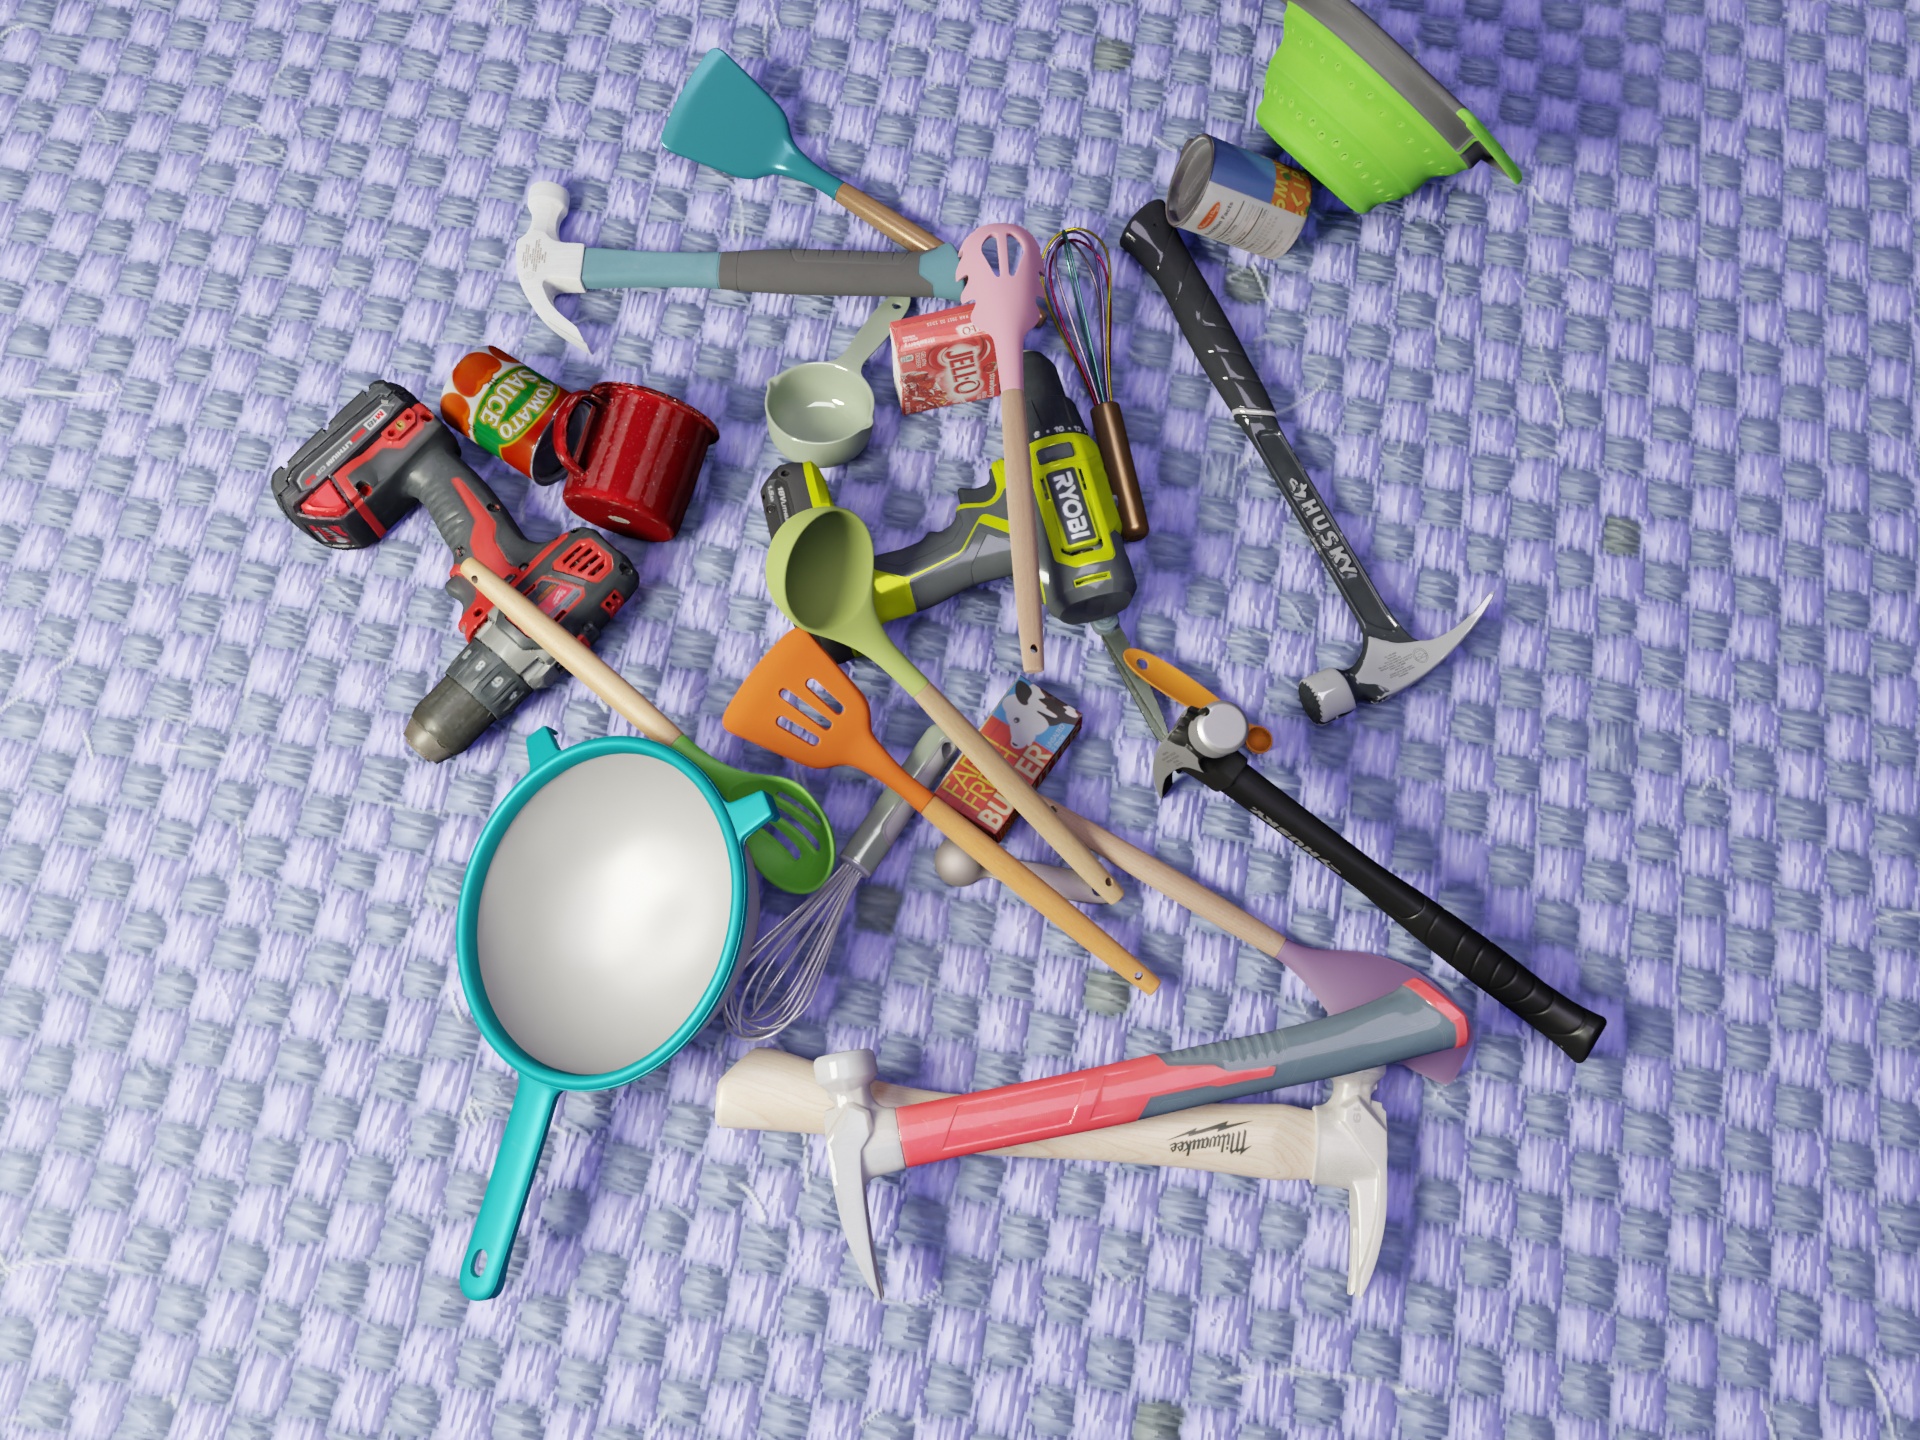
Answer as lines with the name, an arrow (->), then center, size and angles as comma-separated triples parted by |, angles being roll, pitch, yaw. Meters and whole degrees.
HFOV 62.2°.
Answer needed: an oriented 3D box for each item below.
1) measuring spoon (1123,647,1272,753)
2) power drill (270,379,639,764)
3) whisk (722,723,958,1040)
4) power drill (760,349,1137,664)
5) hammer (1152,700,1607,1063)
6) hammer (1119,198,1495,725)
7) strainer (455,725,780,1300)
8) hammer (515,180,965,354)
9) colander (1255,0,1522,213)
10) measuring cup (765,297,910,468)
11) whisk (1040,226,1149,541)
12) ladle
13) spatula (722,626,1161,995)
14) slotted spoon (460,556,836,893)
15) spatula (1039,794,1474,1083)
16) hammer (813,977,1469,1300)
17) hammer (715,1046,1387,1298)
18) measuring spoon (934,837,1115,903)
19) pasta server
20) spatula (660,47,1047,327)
measuring spoon -> 0.158, -0.013, 1.068 | 0.117, 0.011, 0.021 | 34, 66, 4
power drill -> -0.355, -0.098, 1.071 | 0.227, 0.080, 0.188 | 40, 77, 8
whisk -> -0.072, 0.100, 1.022 | 0.059, 0.057, 0.246 | 20, 66, 38
power drill -> -0.011, -0.141, 1.070 | 0.228, 0.080, 0.191 | -15, 74, 0
hammer -> 0.262, 0.106, 0.994 | 0.335, 0.146, 0.035 | 37, 76, -1
hammer -> 0.222, -0.201, 1.120 | 0.149, 0.036, 0.409 | -23, 74, -8
strainer -> -0.217, 0.182, 0.972 | 0.211, 0.095, 0.340 | 14, 84, 28
hammer -> -0.160, -0.327, 1.153 | 0.331, 0.033, 0.128 | 2, 73, 5
colander -> 0.241, -0.492, 1.180 | 0.094, 0.204, 0.397 | -47, 57, 22
measuring cup -> -0.078, -0.245, 1.140 | 0.083, 0.038, 0.168 | 25, 58, 11
whisk -> 0.101, -0.244, 1.131 | 0.047, 0.051, 0.245 | -9, 76, -9
ladle -> -0.002, -0.003, 0.995 | 0.320, 0.062, 0.078 | 47, 63, -7
spatula -> -0.003, 0.069, 1.003 | 0.322, 0.041, 0.081 | 39, 91, 2
slotted spoon -> -0.198, -0.004, 1.010 | 0.314, 0.031, 0.070 | 39, 118, 6
spatula -> 0.185, 0.131, 1.025 | 0.316, 0.018, 0.060 | 30, 69, 8
hammer -> 0.114, 0.233, 0.945 | 0.386, 0.038, 0.143 | -11, 77, -2
hammer -> 0.054, 0.260, 0.976 | 0.410, 0.038, 0.146 | 4, 74, 2
measuring spoon -> 0.044, 0.099, 1.035 | 0.124, 0.018, 0.034 | 12, 73, 3
pasta server -> 0.036, -0.184, 1.030 | 0.060, 0.040, 0.316 | -4, 79, -2
spatula -> -0.071, -0.378, 1.172 | 0.317, 0.044, 0.082 | 34, 99, 8
